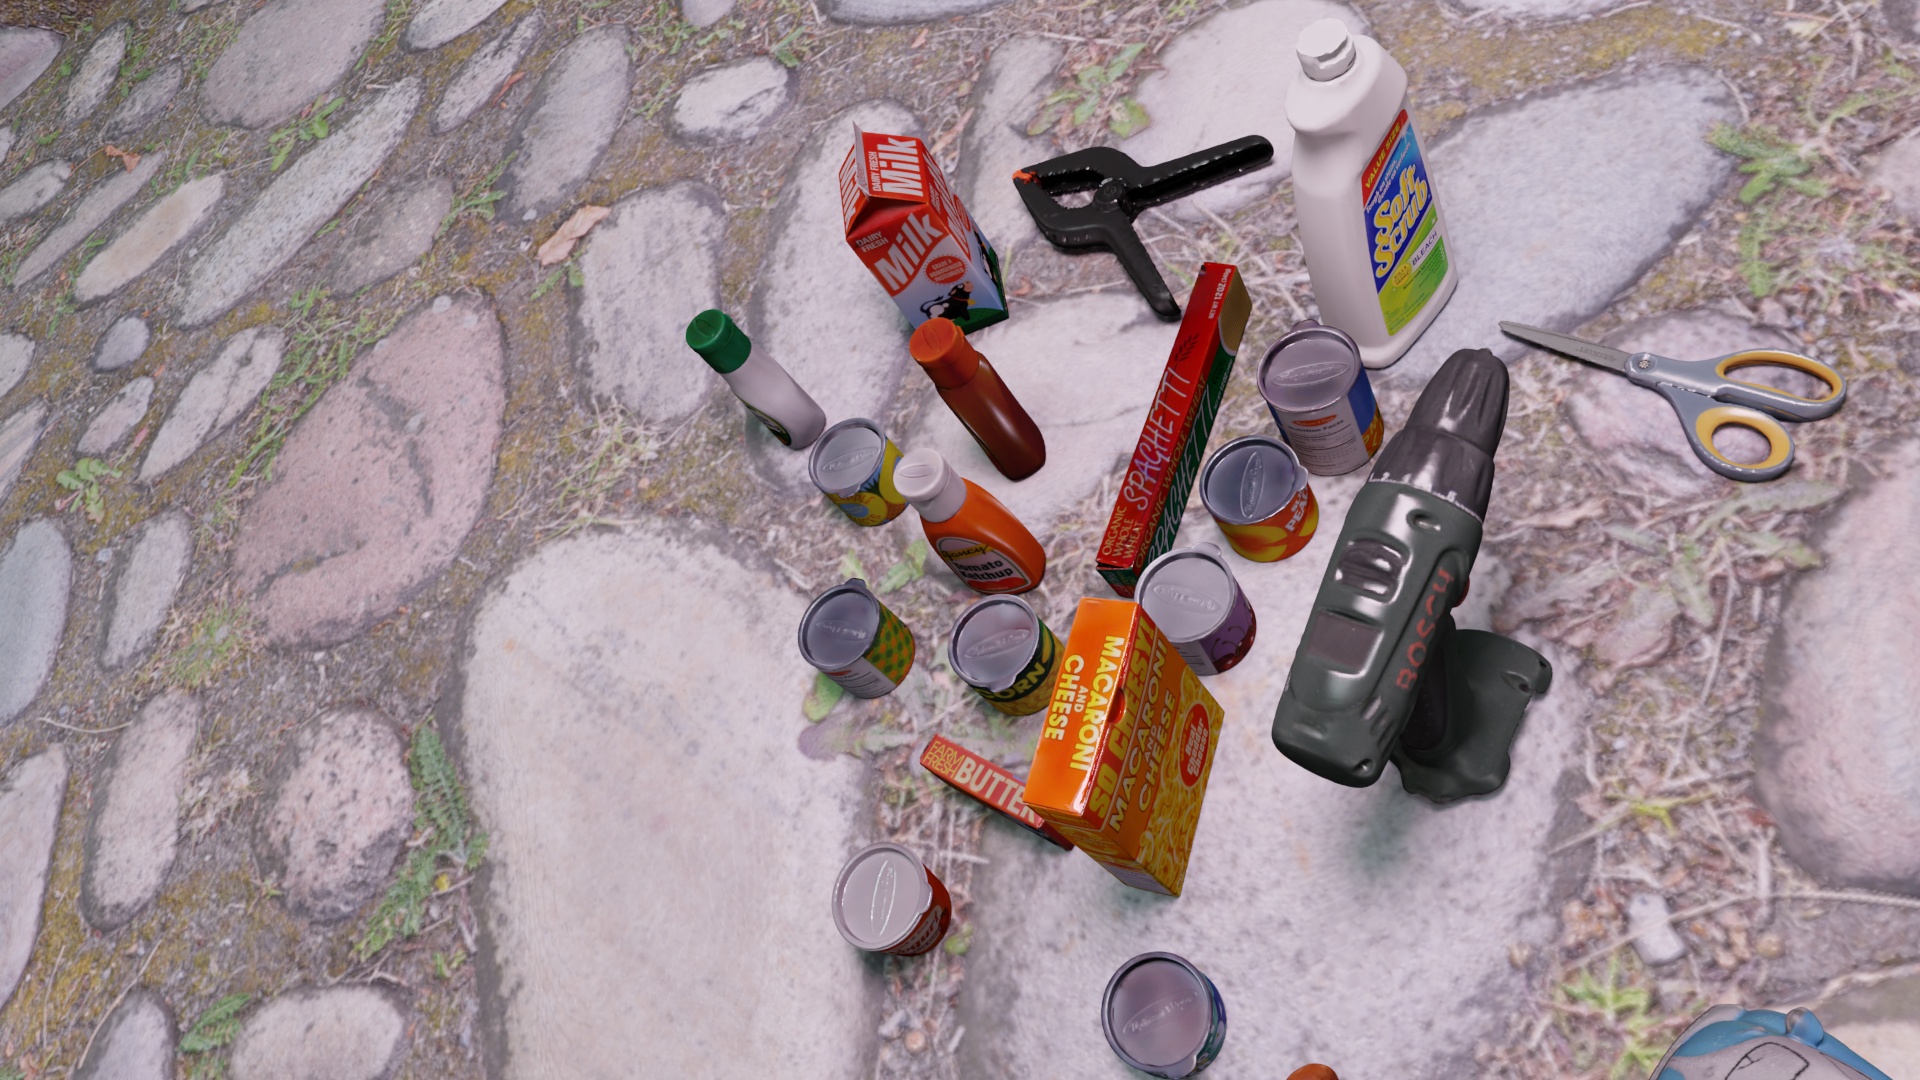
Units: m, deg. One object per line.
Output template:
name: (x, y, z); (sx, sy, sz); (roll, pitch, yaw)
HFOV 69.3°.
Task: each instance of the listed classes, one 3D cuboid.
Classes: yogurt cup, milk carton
yogurt cup: (-0.041, 0.233, 0.887); (0.072, 0.053, 0.073); (-13, 57, 21)
milk carton: (-0.036, -0.239, 1.075); (0.073, 0.190, 0.072); (-19, 55, 17)

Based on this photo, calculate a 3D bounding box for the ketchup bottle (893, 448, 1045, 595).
ketchup bottle: (0.003, -0.012, 0.948); (0.064, 0.148, 0.044); (-5, 61, 26)

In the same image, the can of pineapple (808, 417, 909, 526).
can of pineapple: (-0.075, -0.050, 1.070); (0.071, 0.057, 0.071); (-13, 57, 21)

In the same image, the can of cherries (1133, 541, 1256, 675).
can of cherries: (0.153, 0.044, 0.892); (0.071, 0.058, 0.072); (-13, 57, 21)

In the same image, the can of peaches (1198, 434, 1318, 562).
can of peaches: (0.199, -0.027, 0.910); (0.071, 0.058, 0.071); (-13, 57, 21)

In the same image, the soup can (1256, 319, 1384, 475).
soup can: (0.238, -0.093, 0.912); (0.071, 0.083, 0.071); (-13, 57, 21)

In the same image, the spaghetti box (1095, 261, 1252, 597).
spaghetti box: (0.152, -0.079, 0.971); (0.028, 0.050, 0.251); (9, 67, 32)

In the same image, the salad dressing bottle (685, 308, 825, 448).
salad dressing bottle: (-0.162, -0.128, 1.105); (0.044, 0.147, 0.064); (-48, 52, -4)

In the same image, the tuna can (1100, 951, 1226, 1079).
tuna can: (0.118, 0.274, 0.793); (0.071, 0.032, 0.071); (-13, 57, 21)

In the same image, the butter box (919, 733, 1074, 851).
butter box: (0.026, 0.162, 0.894); (0.103, 0.053, 0.024); (23, 75, 36)

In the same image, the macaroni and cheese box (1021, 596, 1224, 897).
macaroni and cheese box: (0.100, 0.123, 0.806); (0.040, 0.166, 0.124); (5, 65, 30)

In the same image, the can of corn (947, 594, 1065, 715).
can of corn: (0.033, 0.080, 0.935); (0.071, 0.058, 0.071); (-13, 57, 21)

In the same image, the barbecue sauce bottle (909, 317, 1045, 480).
barbecue sauce bottle: (0.012, -0.104, 0.997); (0.043, 0.148, 0.065); (-32, 52, 9)

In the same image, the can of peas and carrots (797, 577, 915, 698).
can of peas and carrots: (-0.073, 0.071, 0.997); (0.071, 0.058, 0.071); (-13, 57, 21)
